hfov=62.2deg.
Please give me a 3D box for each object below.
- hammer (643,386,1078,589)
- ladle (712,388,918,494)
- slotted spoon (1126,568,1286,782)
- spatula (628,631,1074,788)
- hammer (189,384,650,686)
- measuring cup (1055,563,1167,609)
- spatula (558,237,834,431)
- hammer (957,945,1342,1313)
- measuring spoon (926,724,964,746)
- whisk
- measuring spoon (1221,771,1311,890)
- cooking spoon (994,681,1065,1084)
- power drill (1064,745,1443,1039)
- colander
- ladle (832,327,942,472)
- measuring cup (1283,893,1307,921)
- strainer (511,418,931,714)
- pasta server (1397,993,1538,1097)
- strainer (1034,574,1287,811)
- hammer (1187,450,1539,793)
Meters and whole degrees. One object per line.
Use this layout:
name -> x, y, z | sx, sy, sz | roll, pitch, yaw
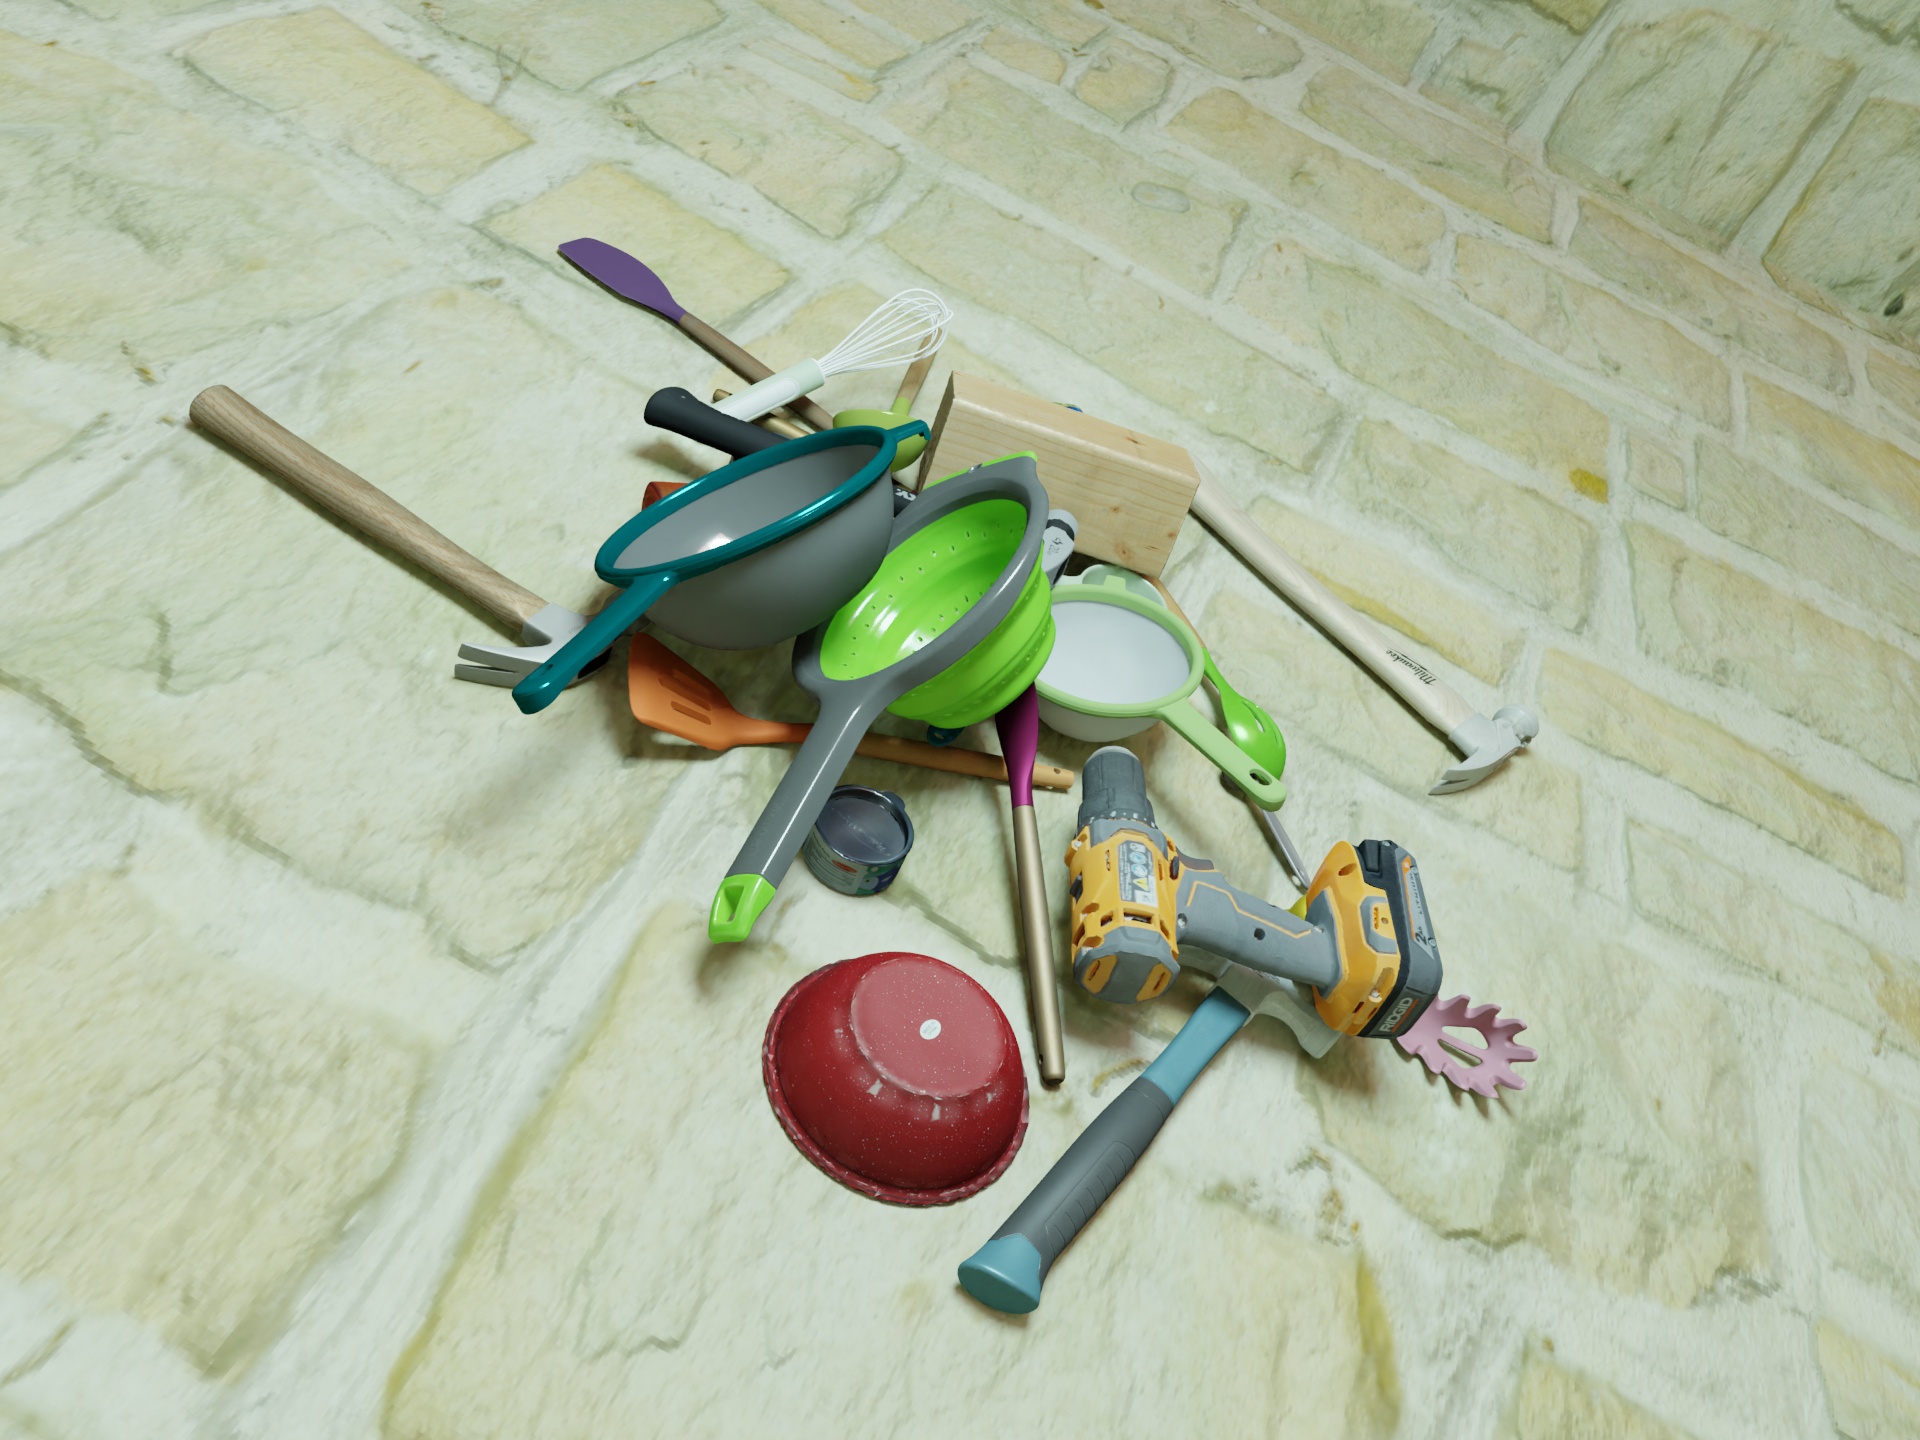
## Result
hammer -> -0.078, -0.172, 1.188 | 0.335, 0.035, 0.146 | 22, 33, 2
ladle -> -0.064, -0.192, 1.292 | 0.315, 0.031, 0.069 | 29, 38, 5
slotted spoon -> 0.180, -0.073, 1.291 | 0.070, 0.031, 0.314 | 21, 31, -47
spatula -> -0.067, 0.009, 1.069 | 0.322, 0.041, 0.081 | 11, 42, -20
hammer -> -0.374, -0.126, 1.054 | 0.331, 0.031, 0.130 | 33, 41, 7
measuring cup -> 0.081, -0.094, 1.258 | 0.167, 0.038, 0.083 | 11, 43, -15
spatula -> -0.215, -0.329, 1.359 | 0.316, 0.018, 0.060 | 38, 41, 14
hammer -> 0.108, 0.230, 0.937 | 0.128, 0.033, 0.331 | 40, 42, 14
measuring spoon -> -0.002, -0.004, 1.116 | 0.042, 0.021, 0.129 | 32, 30, 4
whisk -> -0.110, -0.287, 1.298 | 0.246, 0.057, 0.059 | -30, 30, -19
measuring spoon -> 0.223, 0.076, 1.172 | 0.034, 0.018, 0.124 | 20, 38, -51
cooking spoon -> 0.043, 0.080, 1.026 | 0.017, 0.068, 0.319 | 6, 55, -18
power drill -> 0.176, 0.105, 1.016 | 0.226, 0.084, 0.186 | 11, 43, -10
colander -> -0.036, -0.003, 1.003 | 0.094, 0.204, 0.397 | 49, 50, -29
ladle -> -0.045, -0.292, 1.362 | 0.078, 0.062, 0.320 | 6, 33, 6
measuring cup -> 0.285, 0.125, 1.140 | 0.062, 0.029, 0.156 | 41, 45, 16
strainer -> -0.152, -0.073, 0.998 | 0.211, 0.095, 0.340 | -6, 30, 33
pasta server -> 0.233, 0.164, 1.068 | 0.316, 0.040, 0.060 | 26, 79, 2
strainer -> 0.131, -0.001, 1.142 | 0.151, 0.069, 0.257 | -23, 51, -33
hammer -> 0.309, -0.100, 1.384 | 0.146, 0.038, 0.411 | -25, 61, -41
